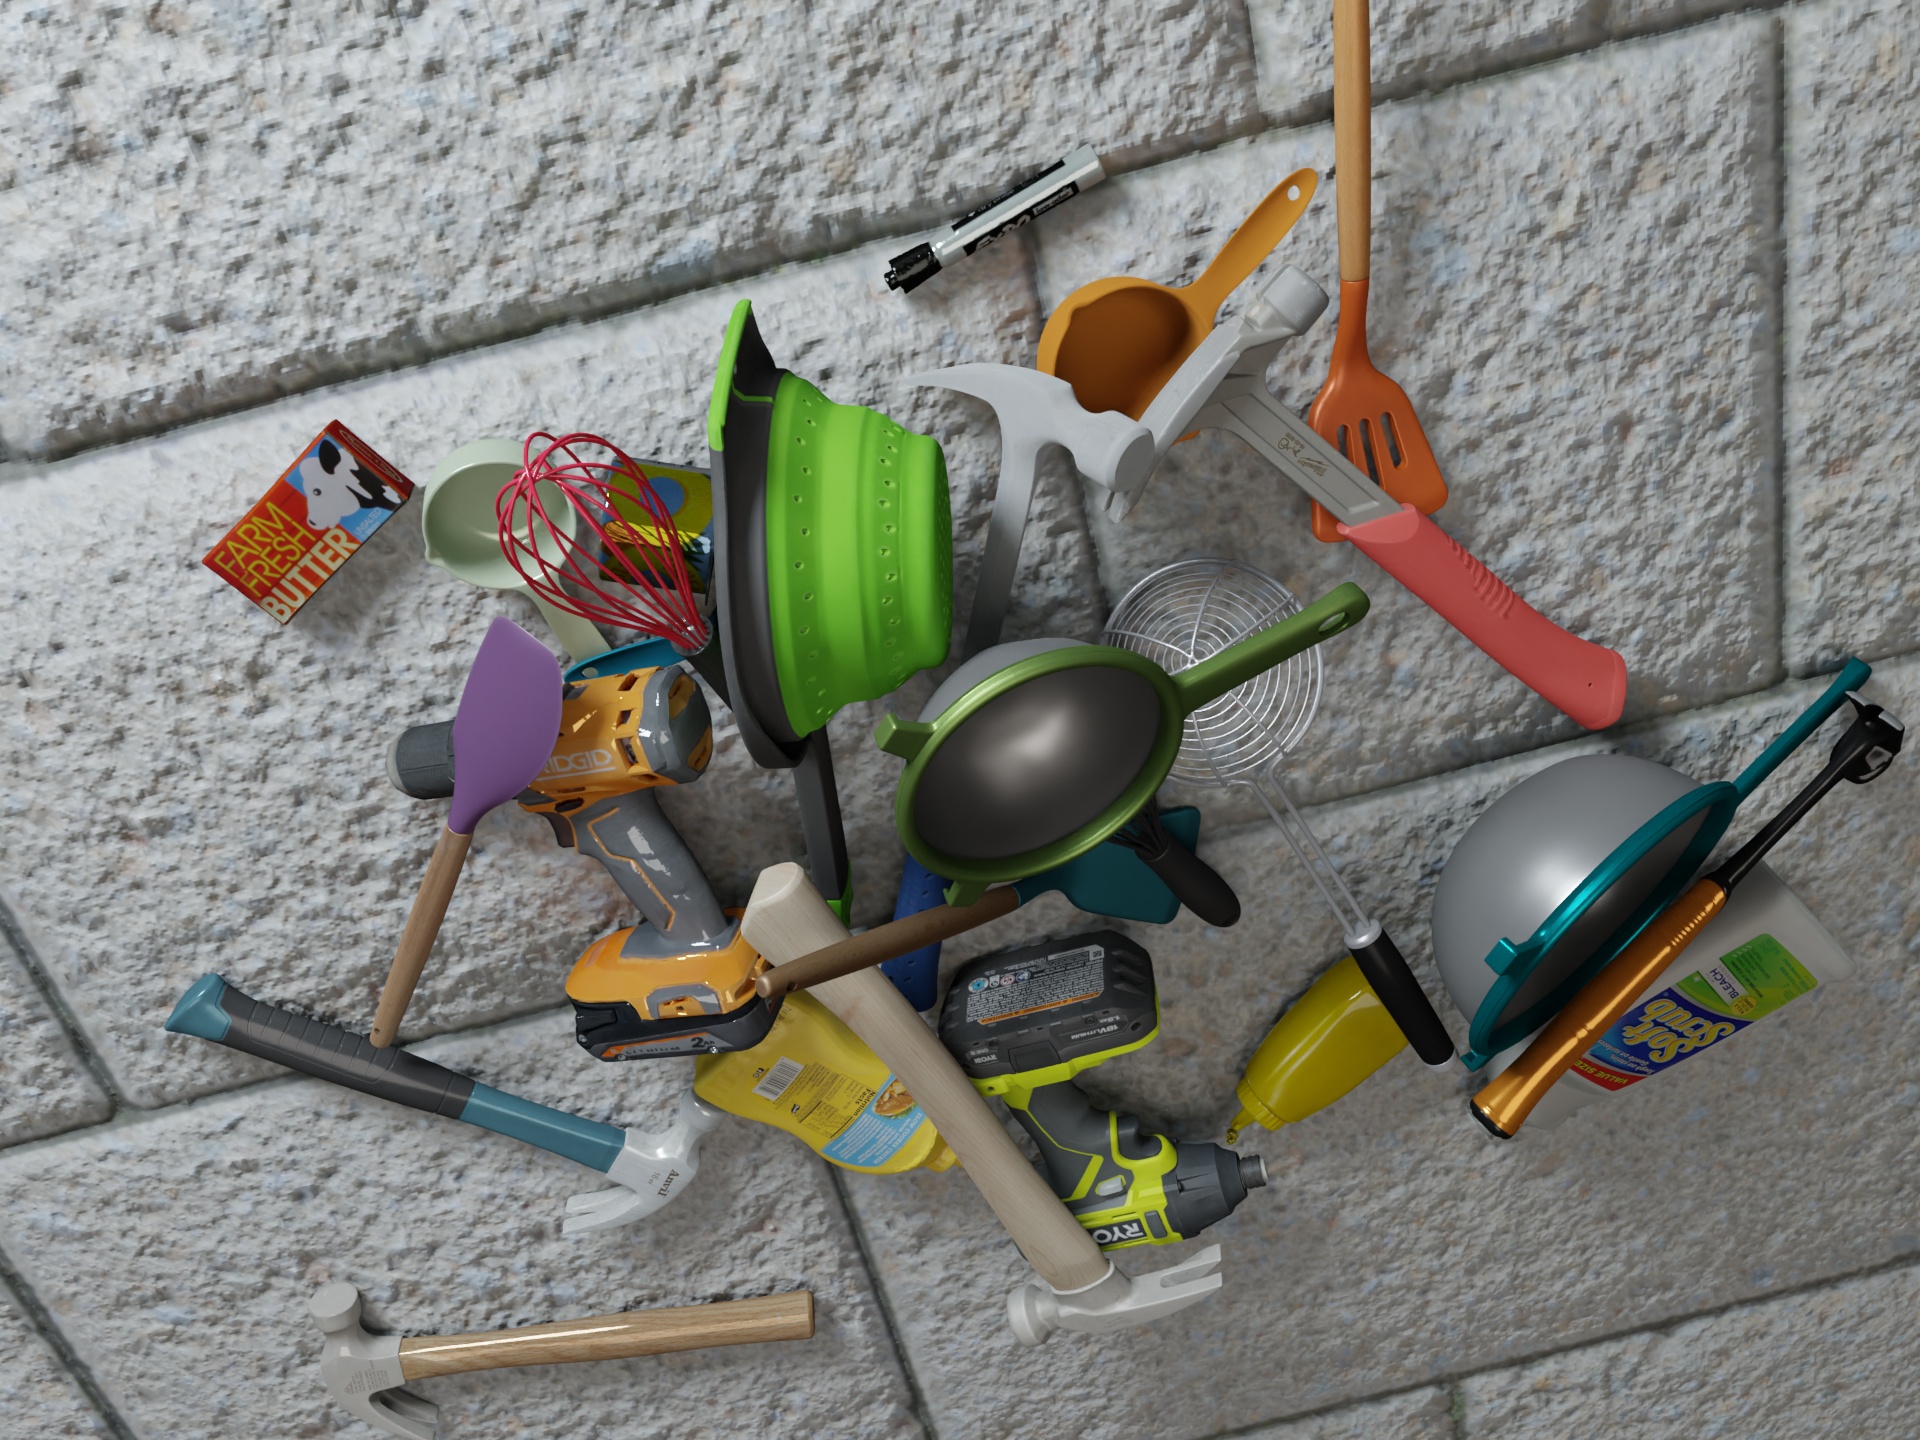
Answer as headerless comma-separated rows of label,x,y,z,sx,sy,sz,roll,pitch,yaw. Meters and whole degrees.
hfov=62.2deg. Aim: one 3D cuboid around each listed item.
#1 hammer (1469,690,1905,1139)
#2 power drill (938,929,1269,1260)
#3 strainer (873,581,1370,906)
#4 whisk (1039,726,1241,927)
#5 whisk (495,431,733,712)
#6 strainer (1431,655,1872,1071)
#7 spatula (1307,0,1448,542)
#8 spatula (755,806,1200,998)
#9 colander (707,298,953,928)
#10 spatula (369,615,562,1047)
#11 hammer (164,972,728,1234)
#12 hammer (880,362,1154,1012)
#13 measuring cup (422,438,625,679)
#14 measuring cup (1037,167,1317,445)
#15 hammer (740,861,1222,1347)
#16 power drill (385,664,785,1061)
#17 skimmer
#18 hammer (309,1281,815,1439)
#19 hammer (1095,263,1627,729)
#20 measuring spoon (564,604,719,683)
hammer,0.430,0.123,0.951,0.337,0.034,0.127,-49,151,9
power drill,0.091,0.247,1.013,0.171,0.080,0.223,-16,120,12
strainer,0.075,-0.018,0.783,0.256,0.069,0.151,-27,140,-6
whisk,0.113,0.069,0.916,0.055,0.055,0.238,-35,139,11
whisk,-0.141,-0.050,0.785,0.073,0.073,0.295,-24,153,6
strainer,0.396,0.052,0.951,0.340,0.095,0.210,-40,150,-10
spatula,0.202,-0.243,0.796,0.081,0.041,0.322,-16,125,-7
spatula,0.018,0.109,0.892,0.317,0.044,0.082,-14,122,-44
colander,-0.048,-0.022,0.822,0.094,0.205,0.396,-1,136,3
spatula,-0.277,0.076,0.865,0.060,0.018,0.315,37,122,10
hammer,-0.320,0.230,0.990,0.330,0.033,0.128,25,110,-17
hammer,-0.001,-0.003,0.881,0.035,0.144,0.405,-22,136,-41
measuring cup,-0.223,-0.080,0.852,0.083,0.038,0.167,-25,133,2
measuring cup,0.111,-0.214,0.811,0.095,0.052,0.173,39,98,-23
hammer,0.009,0.233,0.941,0.146,0.038,0.410,-23,120,19
power drill,-0.208,0.082,0.897,0.185,0.084,0.226,-8,117,16
skimmer,0.206,0.067,0.941,0.127,0.090,0.363,-29,118,15
hammer,-0.266,0.429,1.095,0.331,0.031,0.130,-5,116,-4
hammer,0.242,-0.083,0.864,0.358,0.037,0.149,32,104,-29
measuring spoon,-0.158,-0.045,0.877,0.128,0.021,0.042,-17,129,3
